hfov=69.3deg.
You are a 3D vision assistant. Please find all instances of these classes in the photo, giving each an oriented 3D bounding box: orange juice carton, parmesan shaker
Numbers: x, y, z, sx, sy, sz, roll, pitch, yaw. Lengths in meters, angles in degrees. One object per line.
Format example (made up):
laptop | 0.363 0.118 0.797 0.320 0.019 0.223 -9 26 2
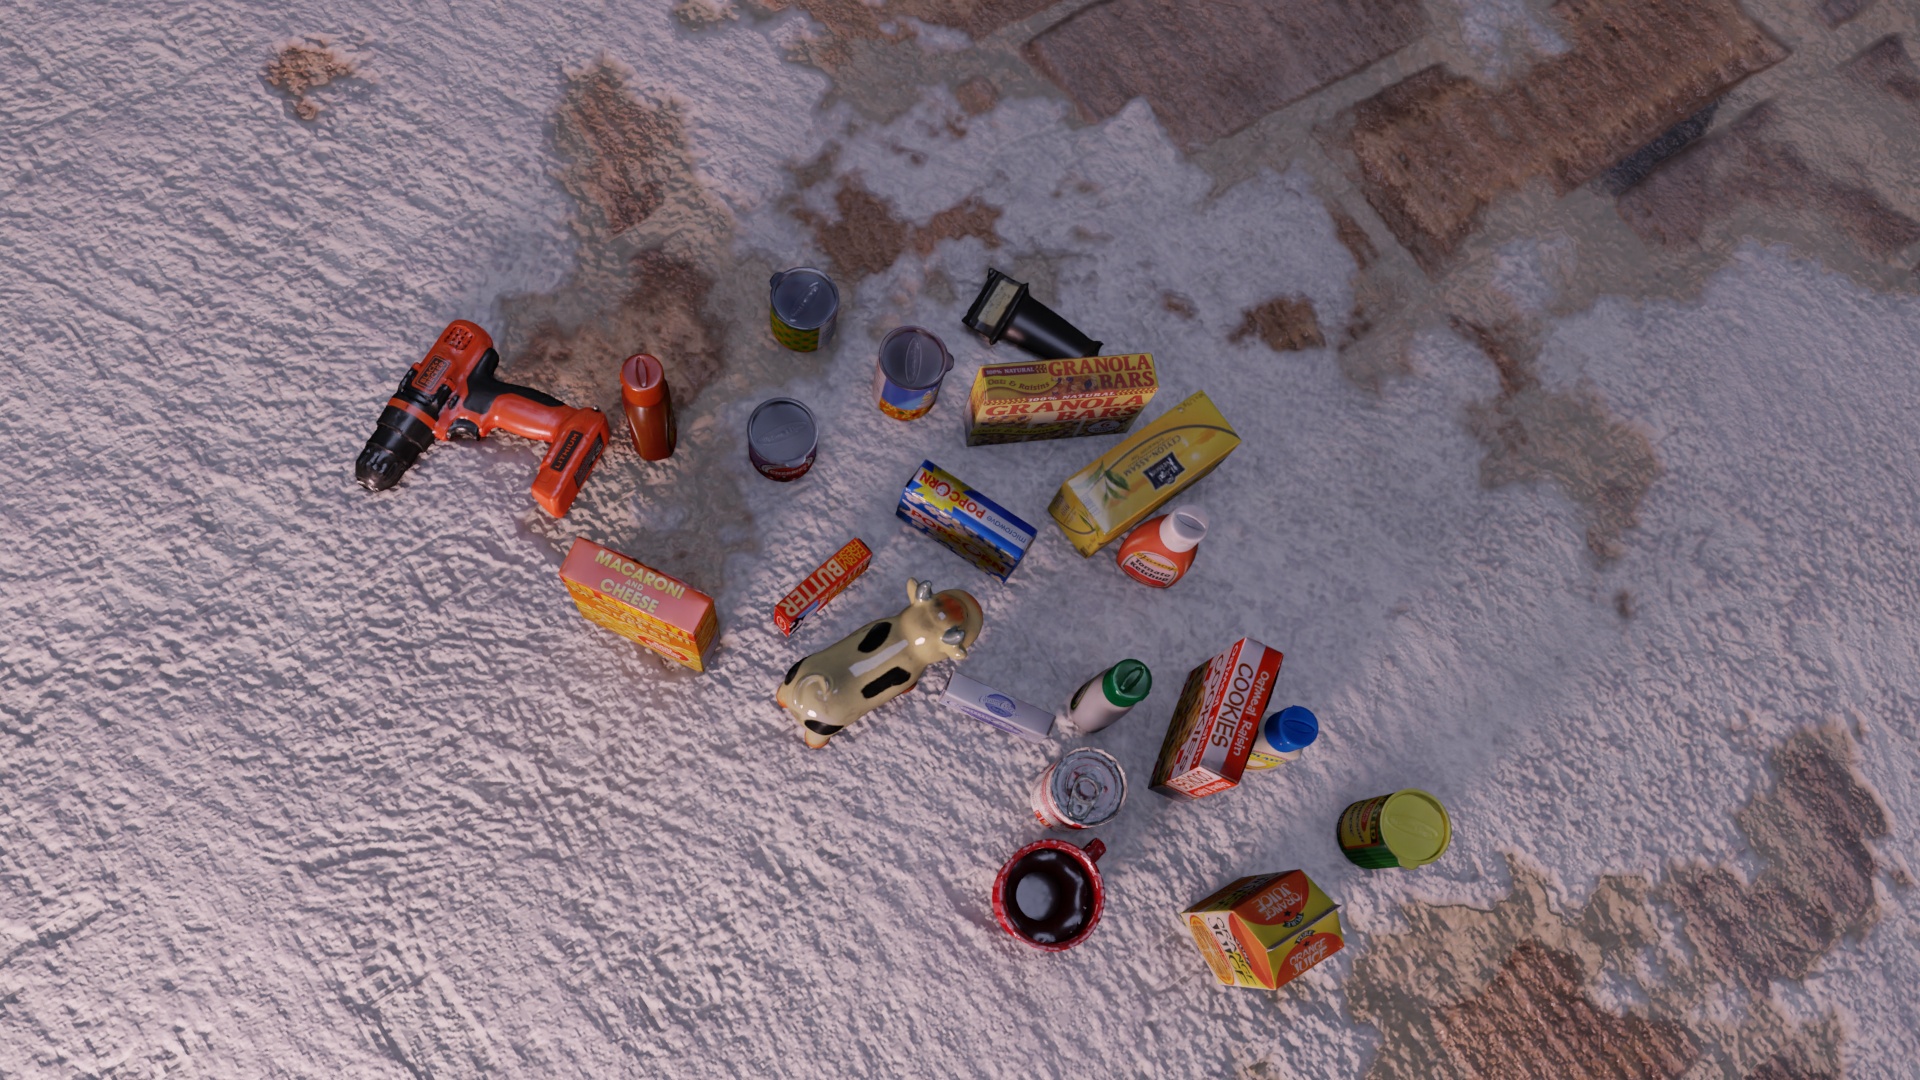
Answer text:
orange juice carton | 0.259 0.330 1.180 0.072 0.192 0.073 -26 79 -14
parmesan shaker | 0.392 0.267 1.266 0.071 0.102 0.071 2 73 -8

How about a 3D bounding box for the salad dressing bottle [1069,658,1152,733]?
salad dressing bottle | 0.136 0.137 1.244 0.044 0.147 0.064 44 73 6

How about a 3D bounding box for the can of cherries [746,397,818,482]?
can of cherries | -0.168 -0.092 1.316 0.071 0.058 0.071 2 73 -8

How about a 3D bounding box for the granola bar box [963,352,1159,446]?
granola bar box | 0.092 -0.135 1.332 0.166 0.124 0.039 -6 75 -10

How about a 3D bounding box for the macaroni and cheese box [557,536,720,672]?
macaroni and cheese box | -0.273 0.057 1.199 0.124 0.166 0.040 25 72 0

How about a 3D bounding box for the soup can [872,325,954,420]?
soup can | -0.047 -0.160 1.341 0.071 0.083 0.071 2 73 -8

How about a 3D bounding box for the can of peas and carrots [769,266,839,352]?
can of peas and carrots | -0.155 -0.226 1.358 0.071 0.058 0.071 2 73 -8

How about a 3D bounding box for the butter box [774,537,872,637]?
butter box | -0.128 0.043 1.284 0.104 0.053 0.024 -41 83 -17

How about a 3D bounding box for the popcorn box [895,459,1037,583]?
popcorn box | 0.005 -0.016 1.304 0.127 0.085 0.038 33 72 2

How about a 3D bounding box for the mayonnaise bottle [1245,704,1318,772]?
mayonnaise bottle | 0.278 0.179 1.252 0.065 0.147 0.041 15 72 -3

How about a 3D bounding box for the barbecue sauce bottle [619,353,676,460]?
barbecue sauce bottle | -0.284 -0.124 1.262 0.044 0.148 0.065 -7 75 -10

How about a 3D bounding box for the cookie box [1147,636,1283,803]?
cookie box | 0.226 0.164 1.239 0.040 0.167 0.123 24 72 -1

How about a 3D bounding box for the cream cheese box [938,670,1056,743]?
cream cheese box | 0.032 0.154 1.273 0.104 0.053 0.024 24 72 -1

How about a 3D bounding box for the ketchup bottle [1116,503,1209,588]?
ketchup bottle | 0.193 0.003 1.292 0.065 0.148 0.044 26 72 0
